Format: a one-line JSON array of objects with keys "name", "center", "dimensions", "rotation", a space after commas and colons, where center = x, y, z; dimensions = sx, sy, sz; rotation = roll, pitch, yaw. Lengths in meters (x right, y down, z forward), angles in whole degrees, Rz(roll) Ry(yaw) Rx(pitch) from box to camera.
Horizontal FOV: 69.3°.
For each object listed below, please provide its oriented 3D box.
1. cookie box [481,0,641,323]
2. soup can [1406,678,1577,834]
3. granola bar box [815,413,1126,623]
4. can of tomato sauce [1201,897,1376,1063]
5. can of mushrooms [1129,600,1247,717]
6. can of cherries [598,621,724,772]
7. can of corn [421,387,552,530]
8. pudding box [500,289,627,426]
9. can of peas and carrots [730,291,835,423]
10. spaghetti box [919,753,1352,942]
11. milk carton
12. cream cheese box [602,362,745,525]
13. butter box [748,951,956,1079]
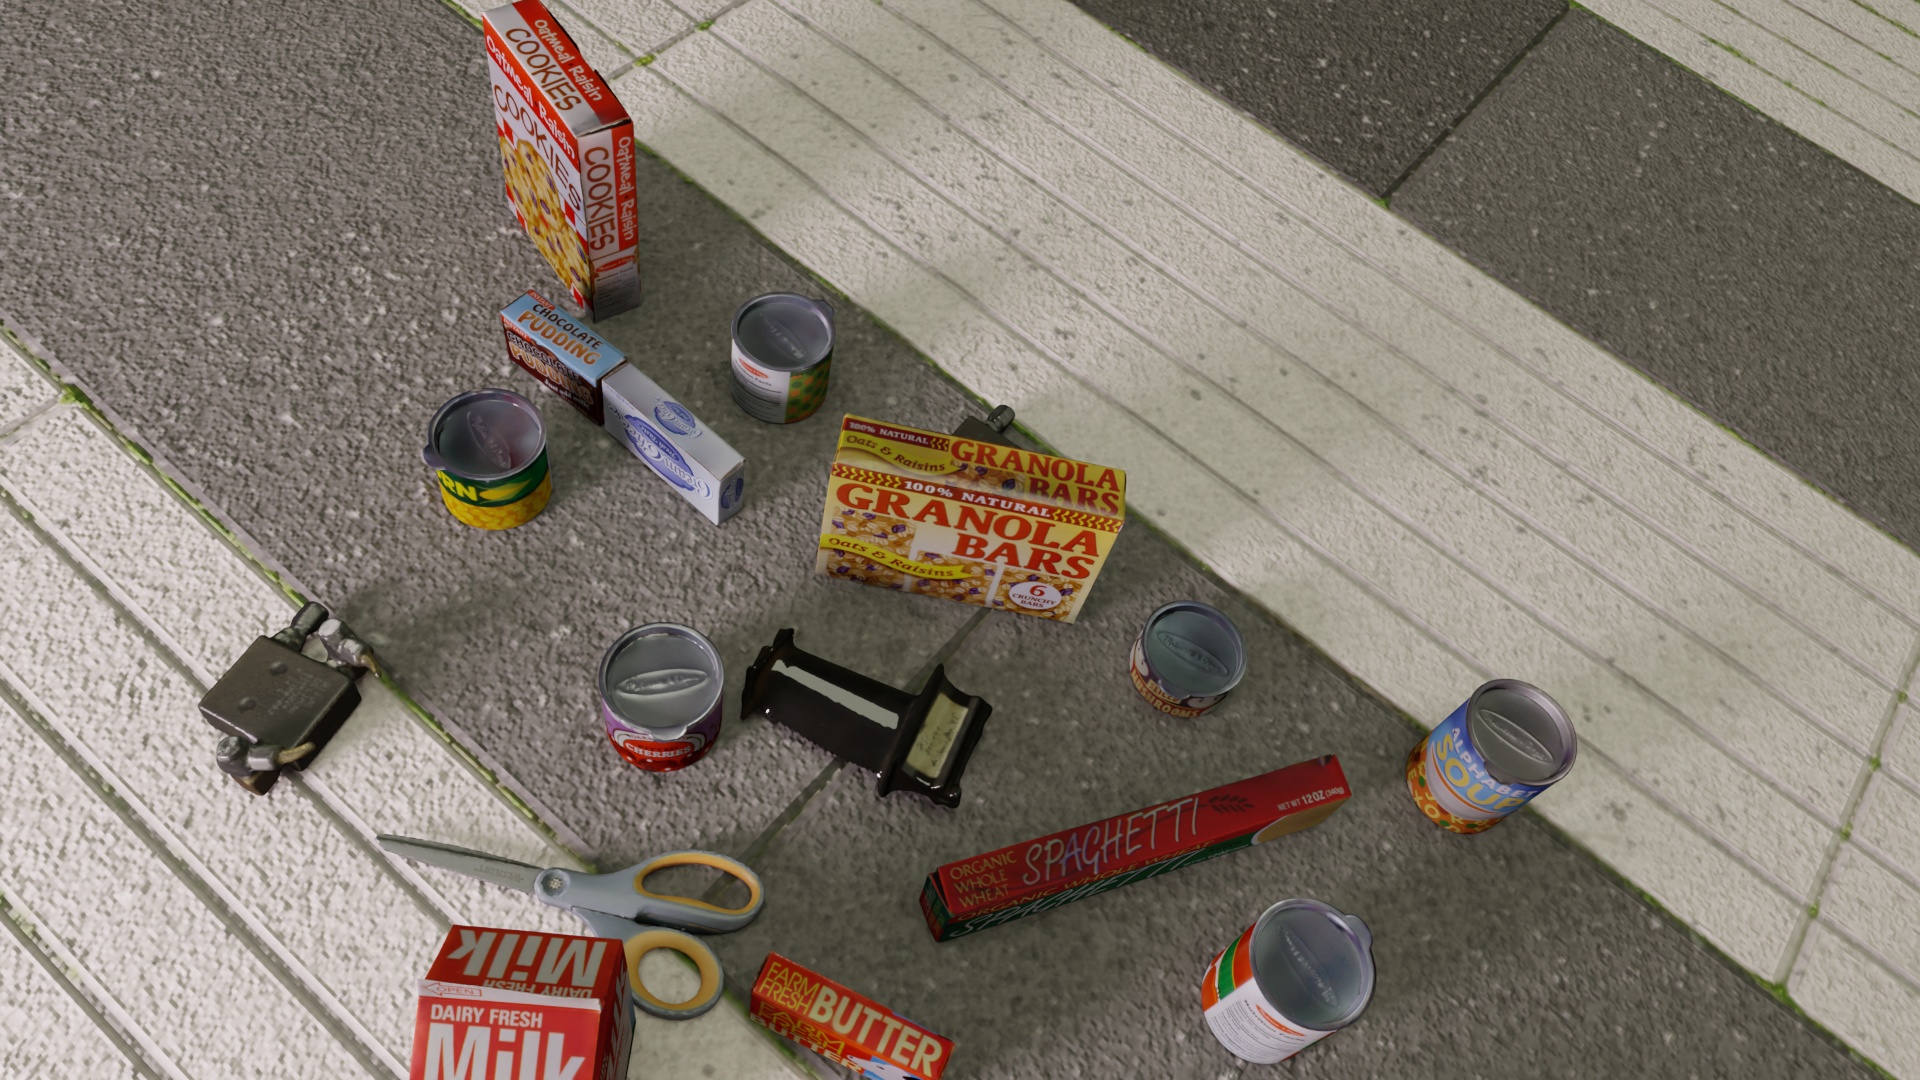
[{"name": "cookie box", "center": [-0.253, -0.241, 0.895], "dimensions": [0.040, 0.166, 0.123], "rotation": [-28, 67, -25]}, {"name": "soup can", "center": [0.310, 0.131, 0.821], "dimensions": [0.071, 0.083, 0.071], "rotation": [5, 57, -8]}, {"name": "granola bar box", "center": [0.003, -0.010, 0.825], "dimensions": [0.166, 0.123, 0.039], "rotation": [11, 57, -4]}, {"name": "can of tomato sauce", "center": [0.171, 0.231, 0.730], "dimensions": [0.071, 0.082, 0.071], "rotation": [5, 57, -8]}, {"name": "can of mushrooms", "center": [0.138, 0.075, 0.852], "dimensions": [0.071, 0.033, 0.071], "rotation": [5, 57, -8]}, {"name": "can of cherries", "center": [-0.165, 0.090, 0.768], "dimensions": [0.071, 0.058, 0.072], "rotation": [5, 57, -8]}, {"name": "can of corn", "center": [-0.282, -0.047, 0.831], "dimensions": [0.071, 0.058, 0.071], "rotation": [5, 57, -8]}, {"name": "pudding box", "center": [-0.251, -0.117, 0.887], "dimensions": [0.084, 0.049, 0.030], "rotation": [36, 59, 12]}, {"name": "can of peas and carrots", "center": [-0.116, -0.121, 0.910], "dimensions": [0.071, 0.058, 0.071], "rotation": [5, 57, -8]}, {"name": "spaghetti box", "center": [0.099, 0.170, 0.774], "dimensions": [0.251, 0.050, 0.029], "rotation": [-12, 61, -18]}, {"name": "milk carton", "center": [-0.186, 0.219, 0.602], "dimensions": [0.072, 0.189, 0.074], "rotation": [8, 57, -6]}, {"name": "cream cheese box", "center": [-0.178, -0.060, 0.862], "dimensions": [0.104, 0.053, 0.024], "rotation": [39, 59, 14]}, {"name": "butter box", "center": [-0.056, 0.244, 0.694], "dimensions": [0.103, 0.052, 0.024], "rotation": [25, 57, 5]}]
